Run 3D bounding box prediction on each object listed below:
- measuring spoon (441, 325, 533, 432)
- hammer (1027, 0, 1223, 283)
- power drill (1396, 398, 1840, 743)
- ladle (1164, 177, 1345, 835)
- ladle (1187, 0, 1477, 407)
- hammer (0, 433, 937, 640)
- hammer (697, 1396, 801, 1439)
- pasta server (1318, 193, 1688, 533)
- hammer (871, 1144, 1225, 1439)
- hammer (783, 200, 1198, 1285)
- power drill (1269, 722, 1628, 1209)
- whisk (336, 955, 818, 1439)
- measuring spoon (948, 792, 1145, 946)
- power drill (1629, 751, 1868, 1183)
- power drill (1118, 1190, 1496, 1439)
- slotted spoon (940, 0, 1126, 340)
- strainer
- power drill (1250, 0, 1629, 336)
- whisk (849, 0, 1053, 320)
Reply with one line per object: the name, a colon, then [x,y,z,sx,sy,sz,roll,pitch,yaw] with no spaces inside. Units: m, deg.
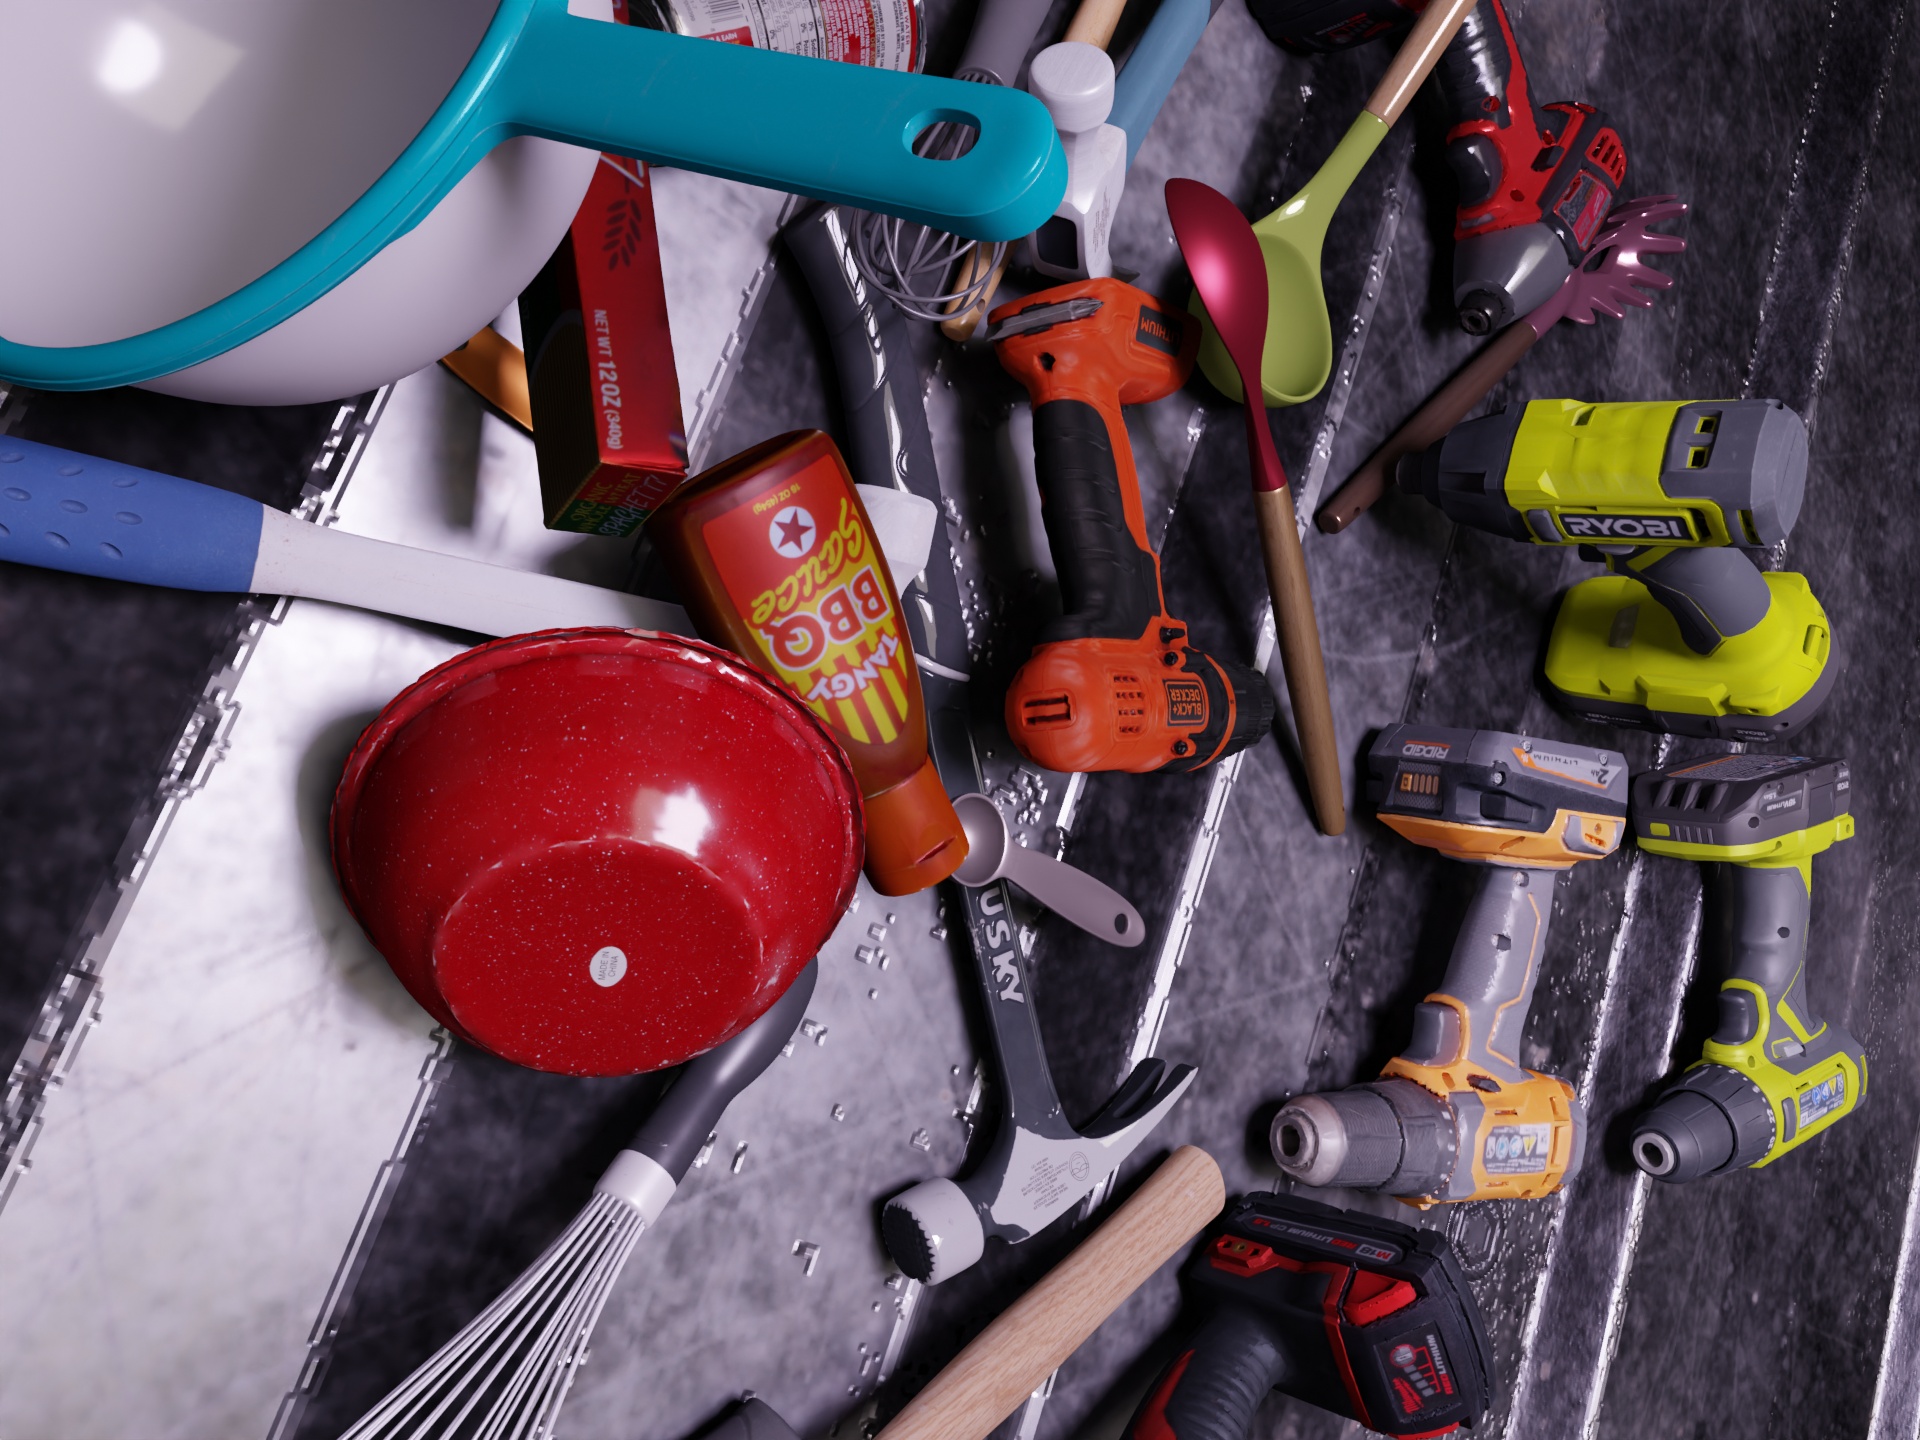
measuring spoon: [-0.135,-0.100,0.539,0.116,0.011,0.021,38,70,-25]
hammer: [0.101,-0.308,0.664,0.128,0.033,0.331,86,27,-59]
power drill: [0.322,-0.075,0.766,0.223,0.171,0.080,38,67,-45]
ladle: [0.135,-0.077,0.677,0.069,0.031,0.315,-68,146,-53]
ladle: [0.199,-0.278,0.677,0.078,0.062,0.320,27,101,-33]
hammer: [-0.195,-0.042,0.463,0.405,0.035,0.144,12,91,-31]
hammer: [-0.190,0.278,0.476,0.334,0.035,0.146,-3,90,-36]
pasta server: [0.284,-0.185,0.820,0.316,0.040,0.060,-42,135,-27]
hammer: [-0.004,0.256,0.581,0.331,0.031,0.130,-27,121,-42]
hammer: [-0.001,-0.002,0.616,0.149,0.036,0.409,-17,98,-36]
power drill: [0.230,0.117,0.753,0.185,0.084,0.226,8,89,-34]
whisk: [-0.119,0.172,0.493,0.070,0.070,0.285,54,47,-22]
measuring spoon: [0.029,0.062,0.610,0.124,0.018,0.034,32,65,-39]
power drill: [0.441,0.141,0.903,0.190,0.080,0.228,-9,97,-35]
power drill: [0.115,0.289,0.603,0.227,0.188,0.080,-32,108,-36]
slotted spoon: [0.055,-0.294,0.666,0.070,0.031,0.314,39,68,-50]
strainer: [-0.116,-0.143,0.398,0.211,0.340,0.095,-66,155,-9]
power drill: [0.241,-0.301,0.772,0.219,0.078,0.143,47,65,-28]
whisk: [0.010,-0.239,0.600,0.055,0.055,0.239,36,55,-30]
